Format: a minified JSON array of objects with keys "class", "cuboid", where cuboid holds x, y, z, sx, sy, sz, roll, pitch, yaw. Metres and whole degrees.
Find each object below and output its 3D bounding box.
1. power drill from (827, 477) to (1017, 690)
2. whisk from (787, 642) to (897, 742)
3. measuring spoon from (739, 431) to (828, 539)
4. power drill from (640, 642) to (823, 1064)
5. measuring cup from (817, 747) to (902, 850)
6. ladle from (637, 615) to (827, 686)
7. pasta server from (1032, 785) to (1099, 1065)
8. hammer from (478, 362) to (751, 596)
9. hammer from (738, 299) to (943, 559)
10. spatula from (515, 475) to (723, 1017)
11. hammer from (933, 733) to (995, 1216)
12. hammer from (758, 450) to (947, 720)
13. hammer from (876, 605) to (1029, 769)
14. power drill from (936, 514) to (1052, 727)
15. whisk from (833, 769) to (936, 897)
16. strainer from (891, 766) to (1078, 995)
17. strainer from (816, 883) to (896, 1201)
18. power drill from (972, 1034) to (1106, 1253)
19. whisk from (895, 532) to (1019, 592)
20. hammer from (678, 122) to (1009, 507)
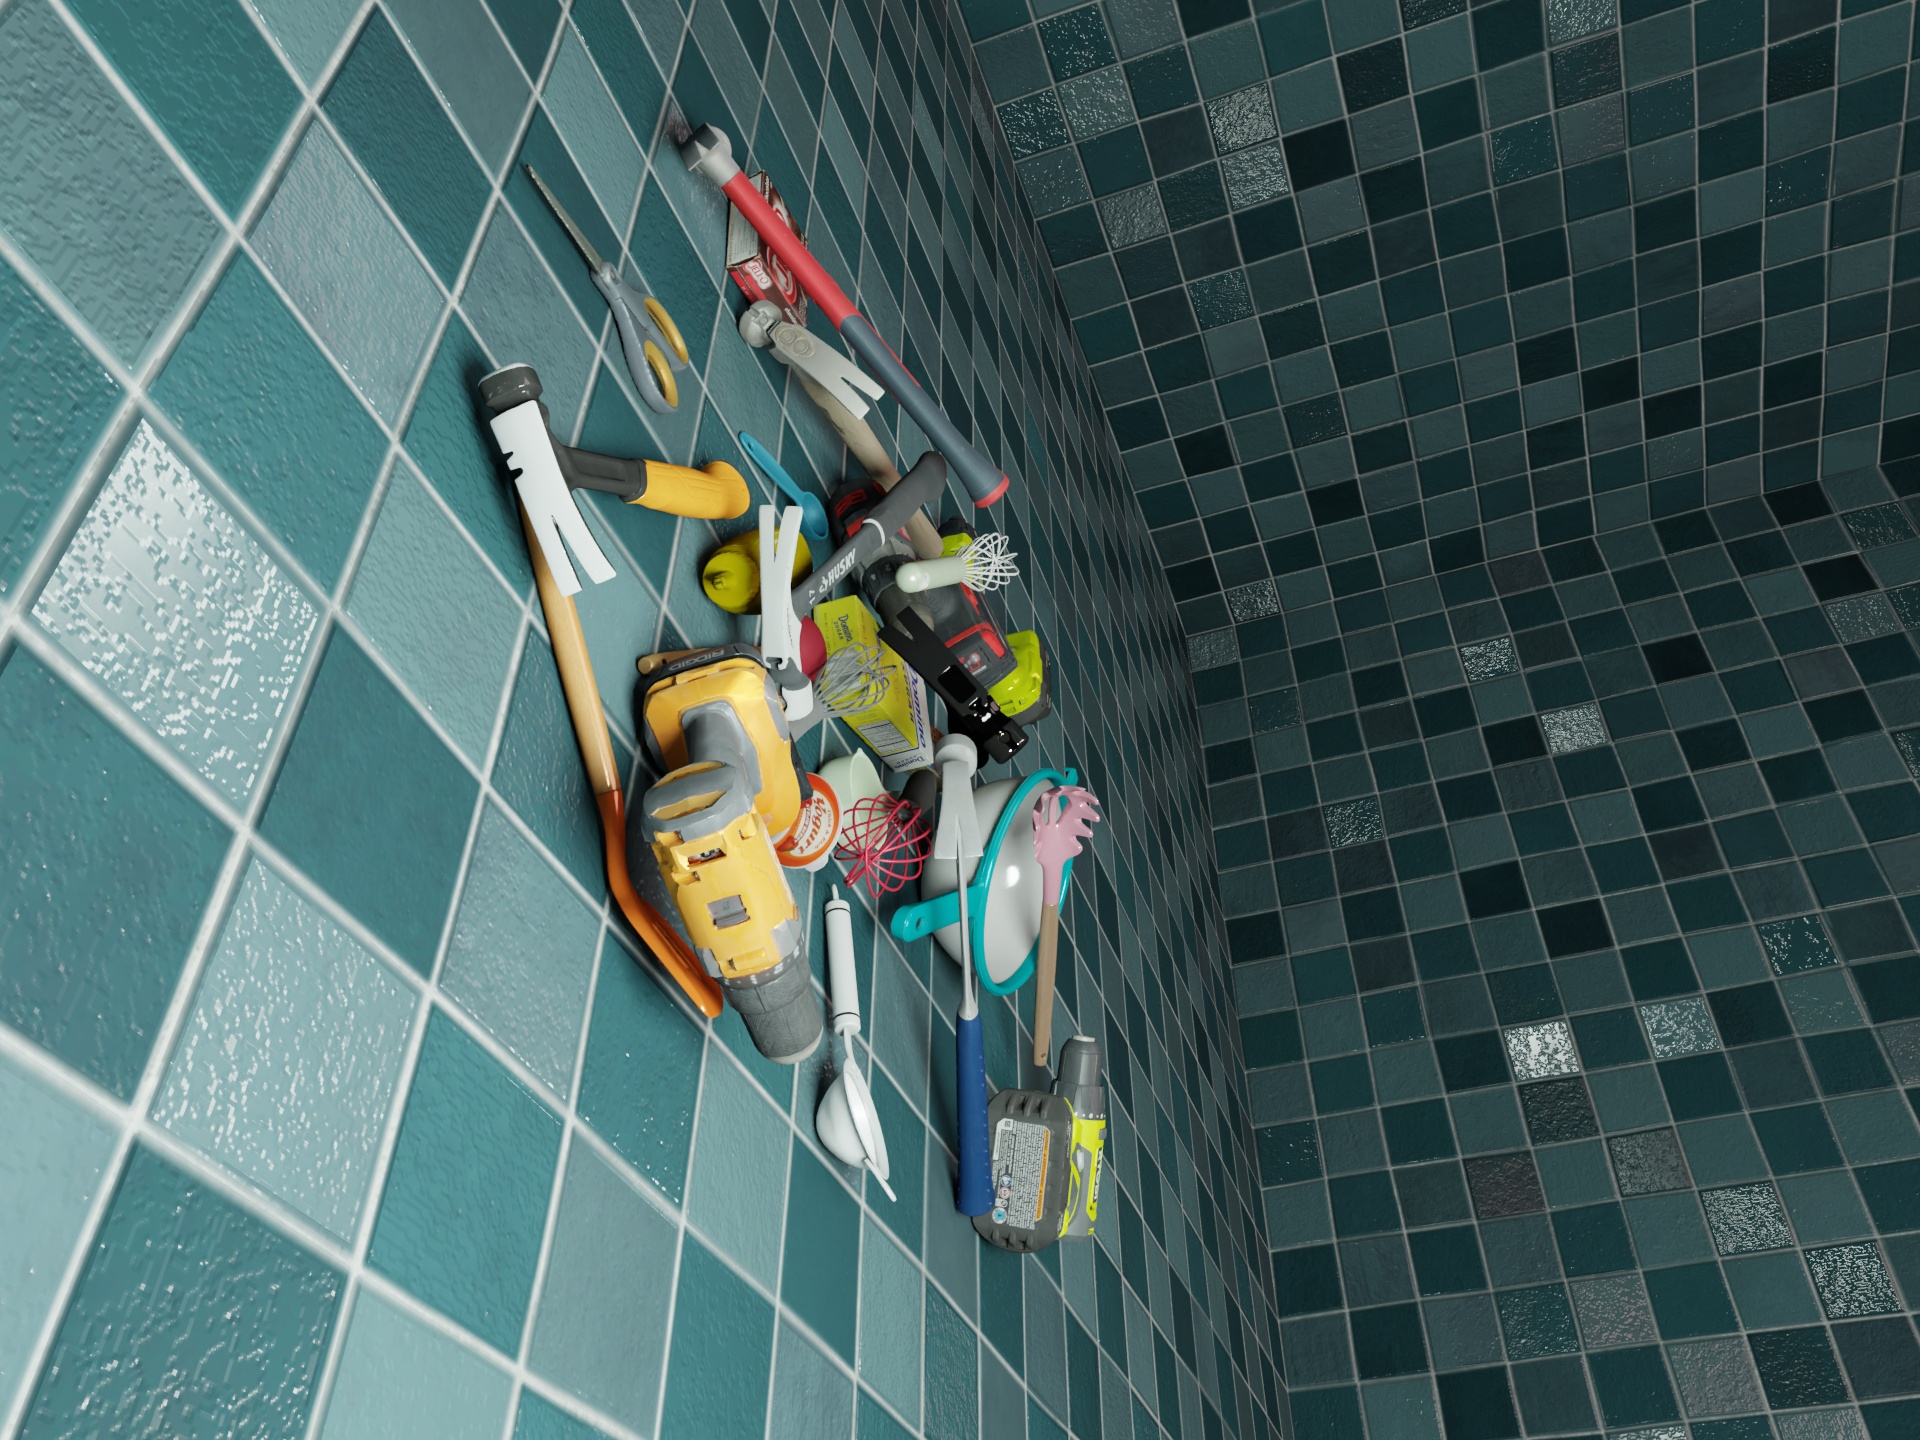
[{"class":"power drill","cuboid":[-0.032,-0.101,1.462,0.226,0.080,0.188,46,16,-52]},{"class":"whisk","cuboid":[-0.110,-0.007,1.187,0.239,0.055,0.055,-42,118,-60]},{"class":"measuring spoon","cuboid":[-0.152,-0.193,1.320,0.128,0.021,0.042,47,32,-45]},{"class":"power drill","cuboid":[-0.127,0.075,0.932,0.226,0.084,0.185,-107,180,-62]},{"class":"measuring cup","cuboid":[-0.077,0.070,1.306,0.167,0.038,0.083,20,58,-75]},{"class":"ladle","cuboid":[-0.155,-0.046,1.146,0.315,0.031,0.069,-15,95,-74]},{"class":"pasta server","cuboid":[0.084,0.192,1.457,0.040,0.060,0.316,-128,-145,-57]},{"class":"hammer","cuboid":[-0.198,-0.145,1.019,0.337,0.034,0.127,-26,94,-78]},{"class":"hammer","cuboid":[-0.076,-0.238,1.478,0.146,0.038,0.410,40,-4,23]},{"class":"spatula","cuboid":[-0.197,0.015,0.902,0.081,0.041,0.322,150,-75,-87]},{"class":"hammer","cuboid":[0.004,0.222,1.250,0.144,0.035,0.405,-92,180,-66]},{"class":"hammer","cuboid":[-0.077,-0.148,1.263,0.409,0.036,0.149,-58,150,-61]},{"class":"hammer","cuboid":[-0.002,-0.004,1.380,0.146,0.035,0.334,48,-5,8]},{"class":"power drill","cuboid":[0.027,-0.111,1.785,0.171,0.080,0.223,-88,155,-46]},{"class":"whisk","cuboid":[-0.045,0.076,1.234,0.296,0.073,0.073,-51,126,-79]},{"class":"strainer","cuboid":[-0.004,0.143,1.403,0.340,0.095,0.211,-8,109,-63]},{"class":"strainer","cuboid":[-0.082,0.226,1.140,0.086,0.050,0.259,68,10,-49]},{"class":"power drill","cuboid":[0.085,0.390,1.467,0.228,0.080,0.190,29,67,-70]},{"class":"whisk","cuboid":[-0.004,-0.135,1.402,0.057,0.059,0.246,-66,166,17]},{"class":"hammer","cuboid":[-0.088,-0.322,1.305,0.386,0.038,0.143,48,9,-22]}]
